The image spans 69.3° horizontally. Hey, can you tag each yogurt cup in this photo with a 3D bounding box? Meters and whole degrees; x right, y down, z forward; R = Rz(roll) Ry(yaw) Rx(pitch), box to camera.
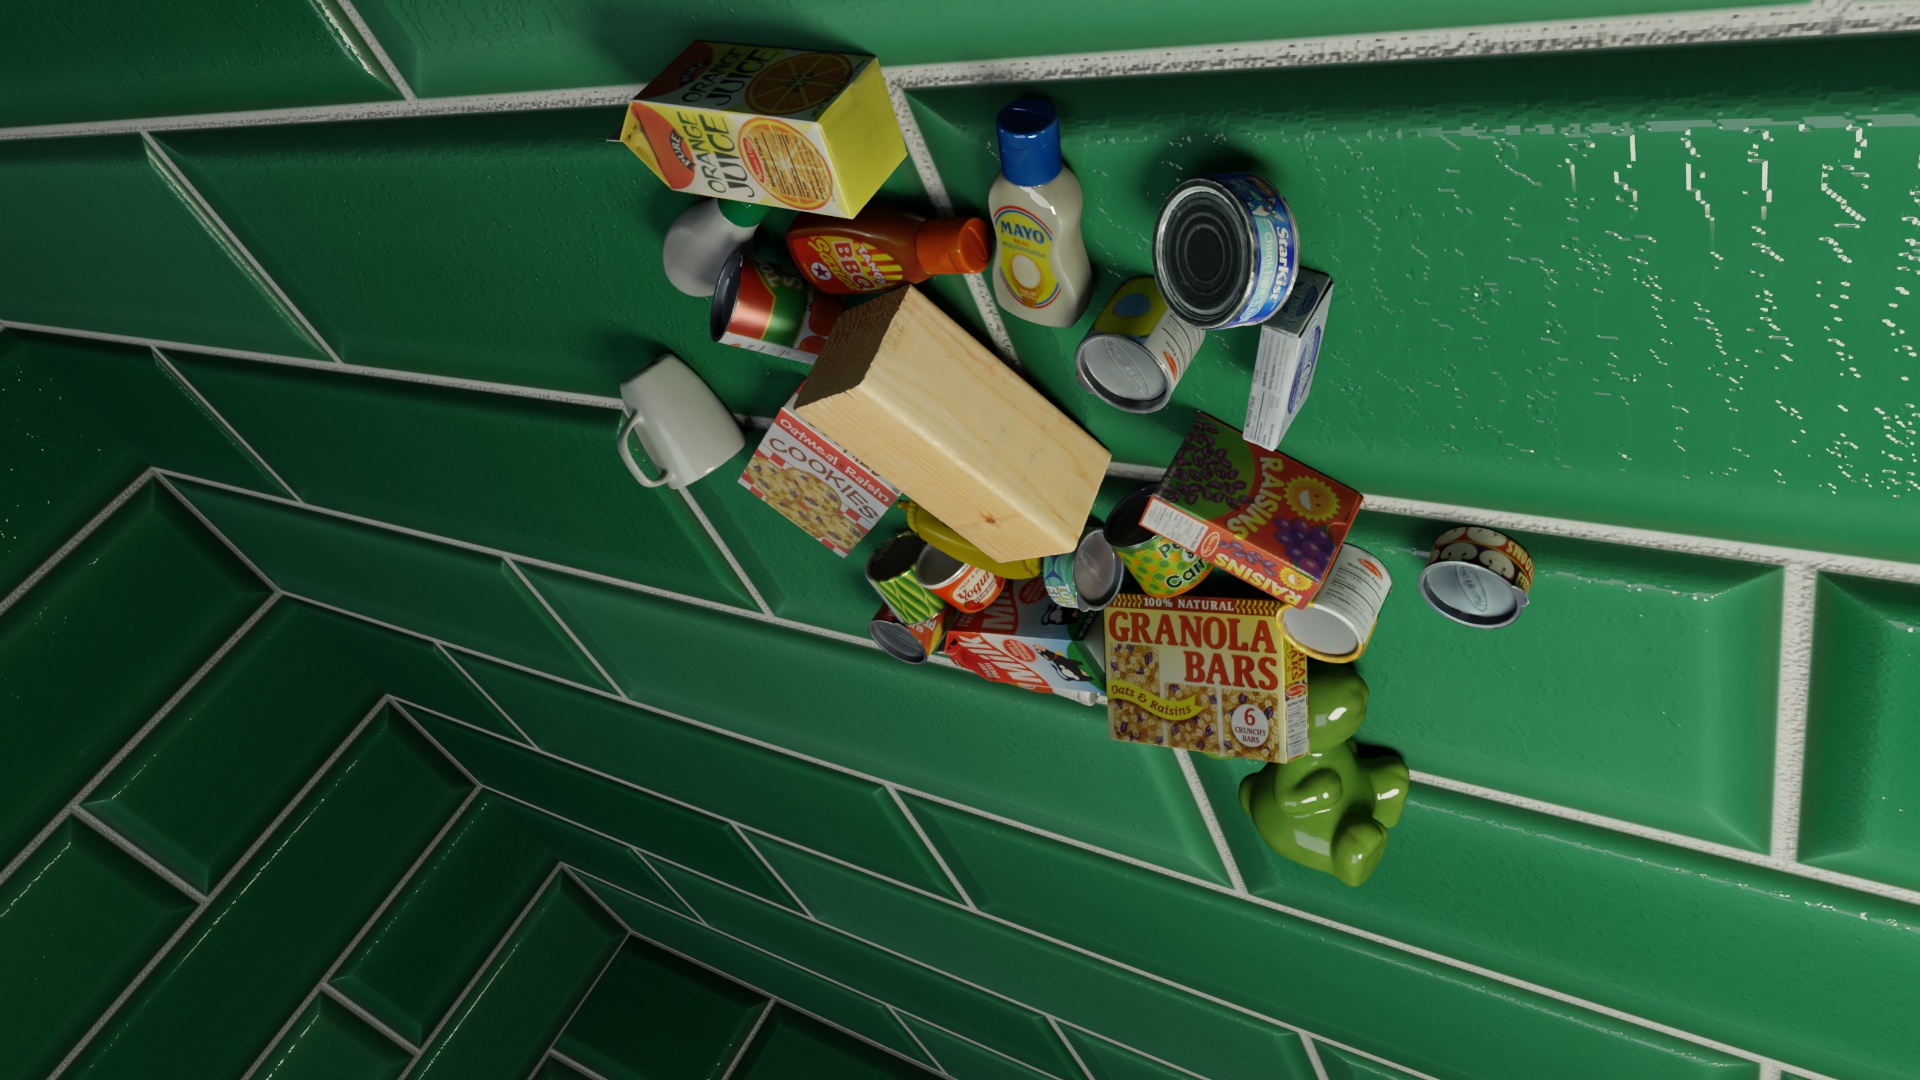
[{"bbox_3d":[0.003,0.026,1.206,0.072,0.073,0.054,-2,143,46],"label":"yogurt cup"}]

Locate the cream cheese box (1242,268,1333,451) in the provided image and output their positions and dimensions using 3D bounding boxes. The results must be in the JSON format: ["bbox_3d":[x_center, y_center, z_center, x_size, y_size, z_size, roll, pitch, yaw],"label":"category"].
[{"bbox_3d":[0.195,-0.106,0.829,0.024,0.053,0.103,24,149,19],"label":"cream cheese box"}]

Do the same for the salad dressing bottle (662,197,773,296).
[{"bbox_3d":[-0.174,-0.229,1.019,0.064,0.044,0.147,38,149,-15],"label":"salad dressing bottle"}]

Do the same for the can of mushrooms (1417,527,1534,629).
[{"bbox_3d":[0.338,0.025,0.903,0.071,0.033,0.070,25,149,16],"label":"can of mushrooms"}]

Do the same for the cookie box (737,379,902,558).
[{"bbox_3d":[-0.118,-0.060,1.220,0.123,0.040,0.166,37,151,-6],"label":"cookie box"}]

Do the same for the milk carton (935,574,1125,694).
[{"bbox_3d":[0.062,0.078,1.212,0.190,0.073,0.073,2,138,43],"label":"milk carton"}]

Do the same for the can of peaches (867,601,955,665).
[{"bbox_3d":[-0.046,0.076,1.330,0.071,0.058,0.071,25,149,16],"label":"can of peaches"}]

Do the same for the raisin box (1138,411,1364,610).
[{"bbox_3d":[0.193,-0.021,0.923,0.123,0.086,0.039,29,145,8],"label":"raisin box"}]

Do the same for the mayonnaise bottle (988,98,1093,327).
[{"bbox_3d":[0.046,-0.198,0.850,0.065,0.041,0.147,22,149,23],"label":"mayonnaise bottle"}]

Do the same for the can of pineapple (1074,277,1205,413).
[{"bbox_3d":[0.112,-0.124,0.878,0.071,0.058,0.070,24,149,16],"label":"can of pineapple"}]

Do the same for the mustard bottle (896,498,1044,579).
[{"bbox_3d":[0.004,-0.014,1.144,0.160,0.065,0.048,15,150,36],"label":"mustard bottle"}]

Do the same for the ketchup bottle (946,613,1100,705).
[{"bbox_3d":[0.061,0.113,1.295,0.149,0.044,0.064,18,147,25],"label":"ketchup bottle"}]

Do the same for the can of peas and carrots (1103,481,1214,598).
[{"bbox_3d":[0.149,0.000,1.017,0.071,0.071,0.058,-3,135,46],"label":"can of peas and carrots"}]

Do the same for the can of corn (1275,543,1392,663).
[{"bbox_3d":[0.262,0.045,0.982,0.071,0.058,0.070,24,149,16],"label":"can of corn"}]

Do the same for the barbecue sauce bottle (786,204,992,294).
[{"bbox_3d":[-0.047,-0.198,0.940,0.148,0.044,0.064,7,145,38],"label":"barbecue sauce bottle"}]

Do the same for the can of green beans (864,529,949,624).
[{"bbox_3d":[-0.045,0.033,1.257,0.071,0.071,0.057,2,137,43],"label":"can of green beans"}]

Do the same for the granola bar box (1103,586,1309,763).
[{"bbox_3d":[0.190,0.101,1.086,0.165,0.039,0.124,1,95,44],"label":"granola bar box"}]

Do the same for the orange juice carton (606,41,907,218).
[{"bbox_3d":[-0.139,-0.269,0.897,0.193,0.072,0.072,16,146,28],"label":"orange juice carton"}]

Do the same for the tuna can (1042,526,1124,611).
[{"bbox_3d":[0.097,0.024,1.100,0.033,0.071,0.071,3,138,44],"label":"tuna can"}]

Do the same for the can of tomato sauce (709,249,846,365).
[{"bbox_3d":[-0.132,-0.170,1.014,0.083,0.071,0.071,11,159,-25],"label":"can of tomato sauce"}]
